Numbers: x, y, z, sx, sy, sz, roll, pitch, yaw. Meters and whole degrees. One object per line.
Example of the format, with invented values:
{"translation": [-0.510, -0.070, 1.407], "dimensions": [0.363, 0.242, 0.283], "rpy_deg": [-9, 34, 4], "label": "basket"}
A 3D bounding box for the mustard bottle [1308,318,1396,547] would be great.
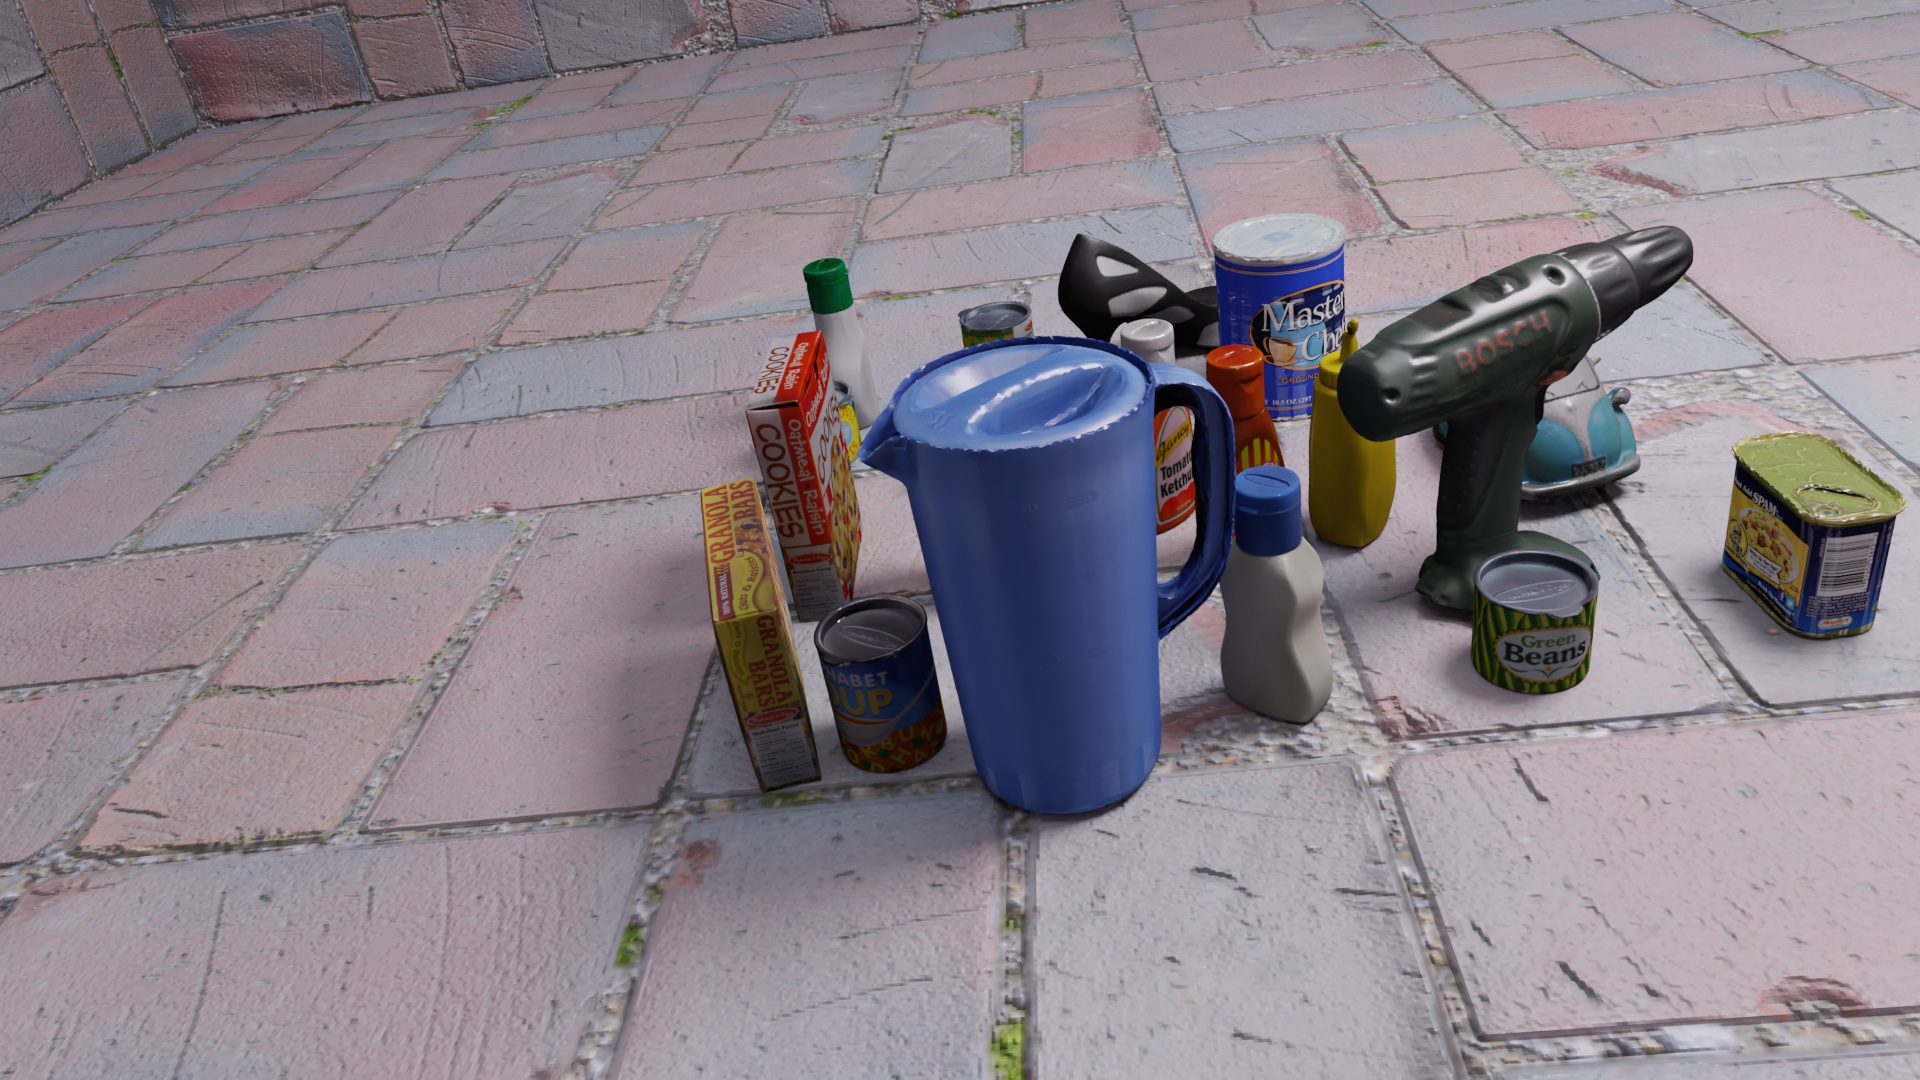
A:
{"translation": [0.260, -0.075, 0.925], "dimensions": [0.049, 0.159, 0.065], "rpy_deg": [14, 37, 35], "label": "mustard bottle"}

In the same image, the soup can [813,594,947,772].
{"translation": [-0.048, 0.085, 0.815], "dimensions": [0.071, 0.083, 0.072], "rpy_deg": [-7, 30, 4], "label": "soup can"}

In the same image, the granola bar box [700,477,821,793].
{"translation": [-0.125, 0.054, 0.852], "dimensions": [0.039, 0.123, 0.166], "rpy_deg": [-13, 30, -6], "label": "granola bar box"}

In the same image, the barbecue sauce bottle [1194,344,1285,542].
{"translation": [0.186, -0.056, 0.925], "dimensions": [0.065, 0.147, 0.044], "rpy_deg": [-20, 31, -18], "label": "barbecue sauce bottle"}

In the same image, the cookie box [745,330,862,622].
{"translation": [-0.105, -0.047, 0.974], "dimensions": [0.040, 0.166, 0.123], "rpy_deg": [-7, 30, 5], "label": "cookie box"}

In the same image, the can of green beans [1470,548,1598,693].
{"translation": [0.329, 0.046, 0.799], "dimensions": [0.071, 0.057, 0.071], "rpy_deg": [-7, 30, 4], "label": "can of green beans"}

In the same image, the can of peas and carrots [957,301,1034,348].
{"translation": [0.033, -0.179, 1.268], "dimensions": [0.071, 0.058, 0.071], "rpy_deg": [-7, 30, 4], "label": "can of peas and carrots"}

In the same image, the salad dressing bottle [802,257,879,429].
{"translation": [-0.104, -0.169, 1.203], "dimensions": [0.044, 0.147, 0.064], "rpy_deg": [-7, 30, 5], "label": "salad dressing bottle"}

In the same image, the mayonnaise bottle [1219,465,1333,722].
{"translation": [0.176, 0.030, 0.781], "dimensions": [0.065, 0.147, 0.041], "rpy_deg": [18, 40, 40], "label": "mayonnaise bottle"}

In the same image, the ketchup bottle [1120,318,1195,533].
{"translation": [0.136, -0.082, 0.983], "dimensions": [0.043, 0.148, 0.065], "rpy_deg": [20, 41, 41], "label": "ketchup bottle"}

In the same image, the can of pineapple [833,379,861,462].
{"translation": [-0.118, -0.096, 1.171], "dimensions": [0.071, 0.057, 0.071], "rpy_deg": [-7, 30, 4], "label": "can of pineapple"}
